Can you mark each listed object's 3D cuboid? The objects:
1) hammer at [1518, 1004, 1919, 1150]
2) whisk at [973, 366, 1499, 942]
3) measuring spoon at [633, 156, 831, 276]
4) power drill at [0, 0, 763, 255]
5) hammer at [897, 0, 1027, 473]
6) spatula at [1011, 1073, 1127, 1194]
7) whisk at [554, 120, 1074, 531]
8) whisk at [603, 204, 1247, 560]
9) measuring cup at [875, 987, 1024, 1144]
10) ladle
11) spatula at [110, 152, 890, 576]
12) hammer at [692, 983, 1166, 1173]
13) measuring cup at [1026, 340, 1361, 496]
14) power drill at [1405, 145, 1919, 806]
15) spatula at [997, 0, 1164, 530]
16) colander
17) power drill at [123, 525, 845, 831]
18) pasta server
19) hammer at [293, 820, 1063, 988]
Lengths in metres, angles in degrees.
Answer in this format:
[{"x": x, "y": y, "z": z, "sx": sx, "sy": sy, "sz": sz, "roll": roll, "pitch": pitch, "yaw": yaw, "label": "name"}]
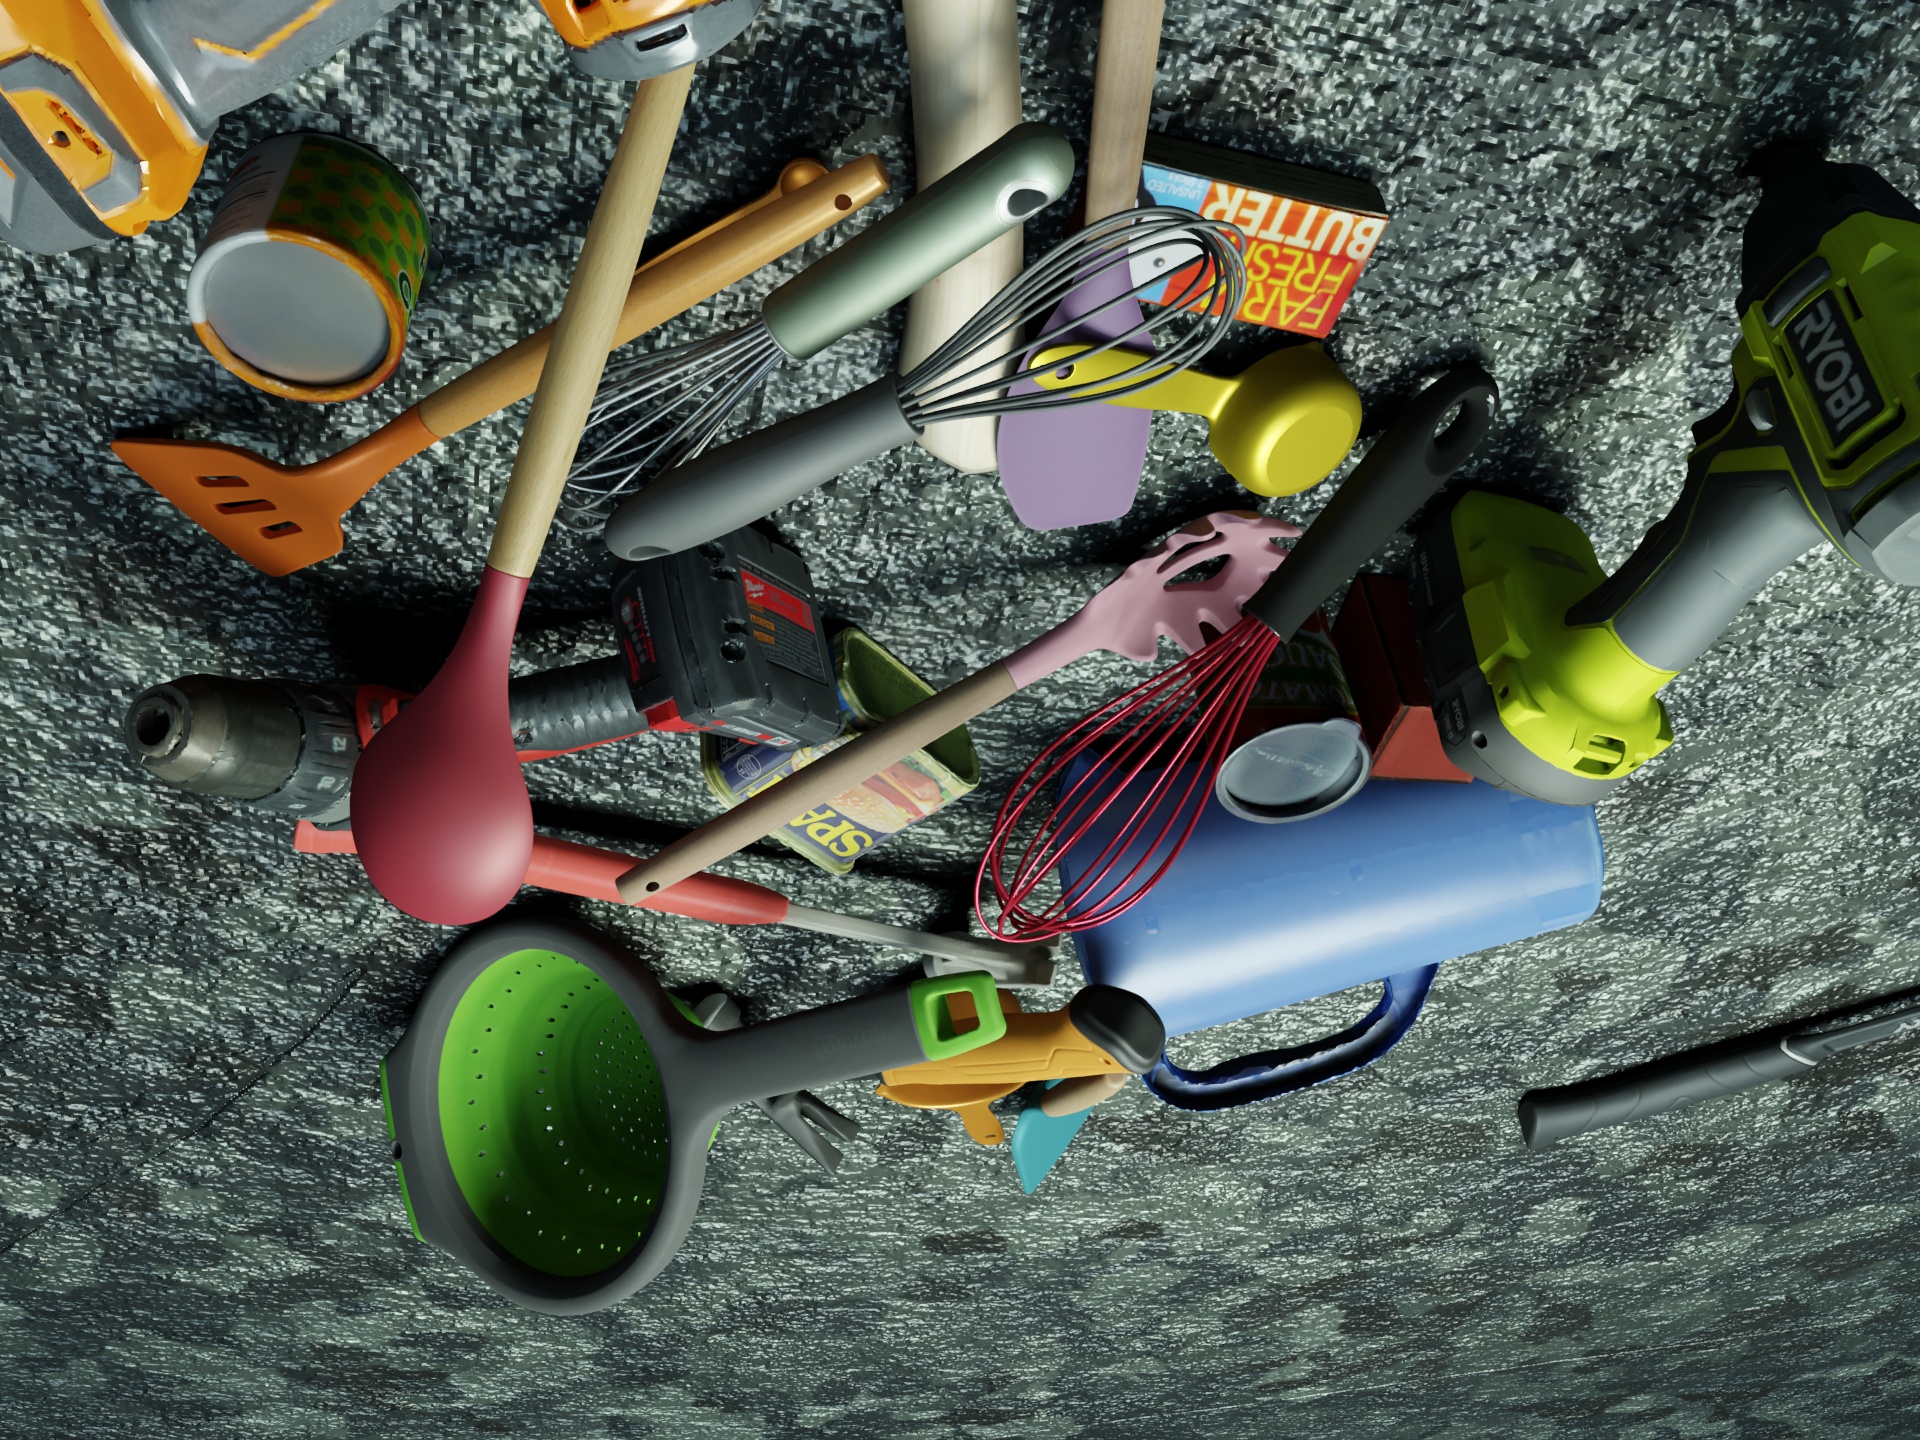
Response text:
[{"x": 0.563, "y": 0.208, "z": 1.028, "sx": 0.409, "sy": 0.036, "sz": 0.149, "roll": -23, "pitch": 137, "yaw": 19, "label": "hammer"}, {"x": 0.108, "y": -0.023, "z": 0.635, "sx": 0.073, "sy": 0.073, "sz": 0.296, "roll": 35, "pitch": 99, "yaw": -37, "label": "whisk"}, {"x": -0.091, "y": -0.163, "z": 0.555, "sx": 0.117, "sy": 0.011, "sz": 0.021, "roll": -25, "pitch": 136, "yaw": 26, "label": "measuring spoon"}, {"x": -0.184, "y": -0.229, "z": 0.418, "sx": 0.226, "sy": 0.084, "sz": 0.164, "roll": -17, "pitch": 137, "yaw": 6, "label": "power drill"}, {"x": 0.005, "y": -0.240, "z": 0.457, "sx": 0.146, "sy": 0.038, "sz": 0.410, "roll": -7, "pitch": 139, "yaw": 0, "label": "hammer"}, {"x": 0.066, "y": 0.216, "z": 0.882, "sx": 0.044, "sy": 0.082, "sz": 0.317, "roll": 37, "pitch": 163, "yaw": 7, "label": "spatula"}, {"x": -0.064, "y": -0.129, "z": 0.535, "sx": 0.246, "sy": 0.059, "sz": 0.057, "roll": -24, "pitch": 158, "yaw": 33, "label": "whisk"}, {"x": -0.018, "y": -0.103, "z": 0.521, "sx": 0.239, "sy": 0.055, "sz": 0.055, "roll": -21, "pitch": 136, "yaw": 19, "label": "whisk"}, {"x": 0.003, "y": 0.206, "z": 0.952, "sx": 0.095, "sy": 0.052, "sz": 0.173, "roll": -12, "pitch": 146, "yaw": 5, "label": "measuring cup"}, {"x": -0.138, "y": -0.073, "z": 0.519, "sx": 0.069, "sy": 0.031, "sz": 0.315, "roll": 22, "pitch": 101, "yaw": 5, "label": "ladle"}, {"x": -0.165, "y": -0.122, "z": 0.556, "sx": 0.322, "sy": 0.041, "sz": 0.080, "roll": -22, "pitch": 135, "yaw": 21, "label": "spatula"}, {"x": -0.017, "y": 0.175, "z": 0.802, "sx": 0.127, "sy": 0.034, "sz": 0.337, "roll": 48, "pitch": 144, "yaw": -17, "label": "hammer"}, {"x": 0.088, "y": -0.112, "z": 0.576, "sx": 0.156, "sy": 0.029, "sz": 0.062, "roll": 1, "pitch": 134, "yaw": -40, "label": "measuring cup"}, {"x": 0.264, "y": -0.082, "z": 0.579, "sx": 0.080, "sy": 0.171, "sz": 0.223, "roll": 12, "pitch": 144, "yaw": -19, "label": "power drill"}, {"x": 0.047, "y": -0.176, "z": 0.506, "sx": 0.059, "sy": 0.018, "sz": 0.315, "roll": -9, "pitch": 141, "yaw": -10, "label": "spatula"}, {"x": -0.130, "y": 0.180, "z": 0.819, "sx": 0.397, "sy": 0.204, "sz": 0.094, "roll": -19, "pitch": 171, "yaw": 29, "label": "colander"}, {"x": -0.179, "y": -0.009, "z": 0.619, "sx": 0.226, "sy": 0.080, "sz": 0.187, "roll": -16, "pitch": 168, "yaw": 14, "label": "power drill"}, {"x": -0.001, "y": -0.002, "z": 0.661, "sx": 0.316, "sy": 0.040, "sz": 0.060, "roll": -29, "pitch": 126, "yaw": -2, "label": "pasta server"}, {"x": -0.133, "y": 0.083, "z": 0.773, "sx": 0.359, "sy": 0.037, "sz": 0.149, "roll": 15, "pitch": 166, "yaw": -16, "label": "hammer"}]
